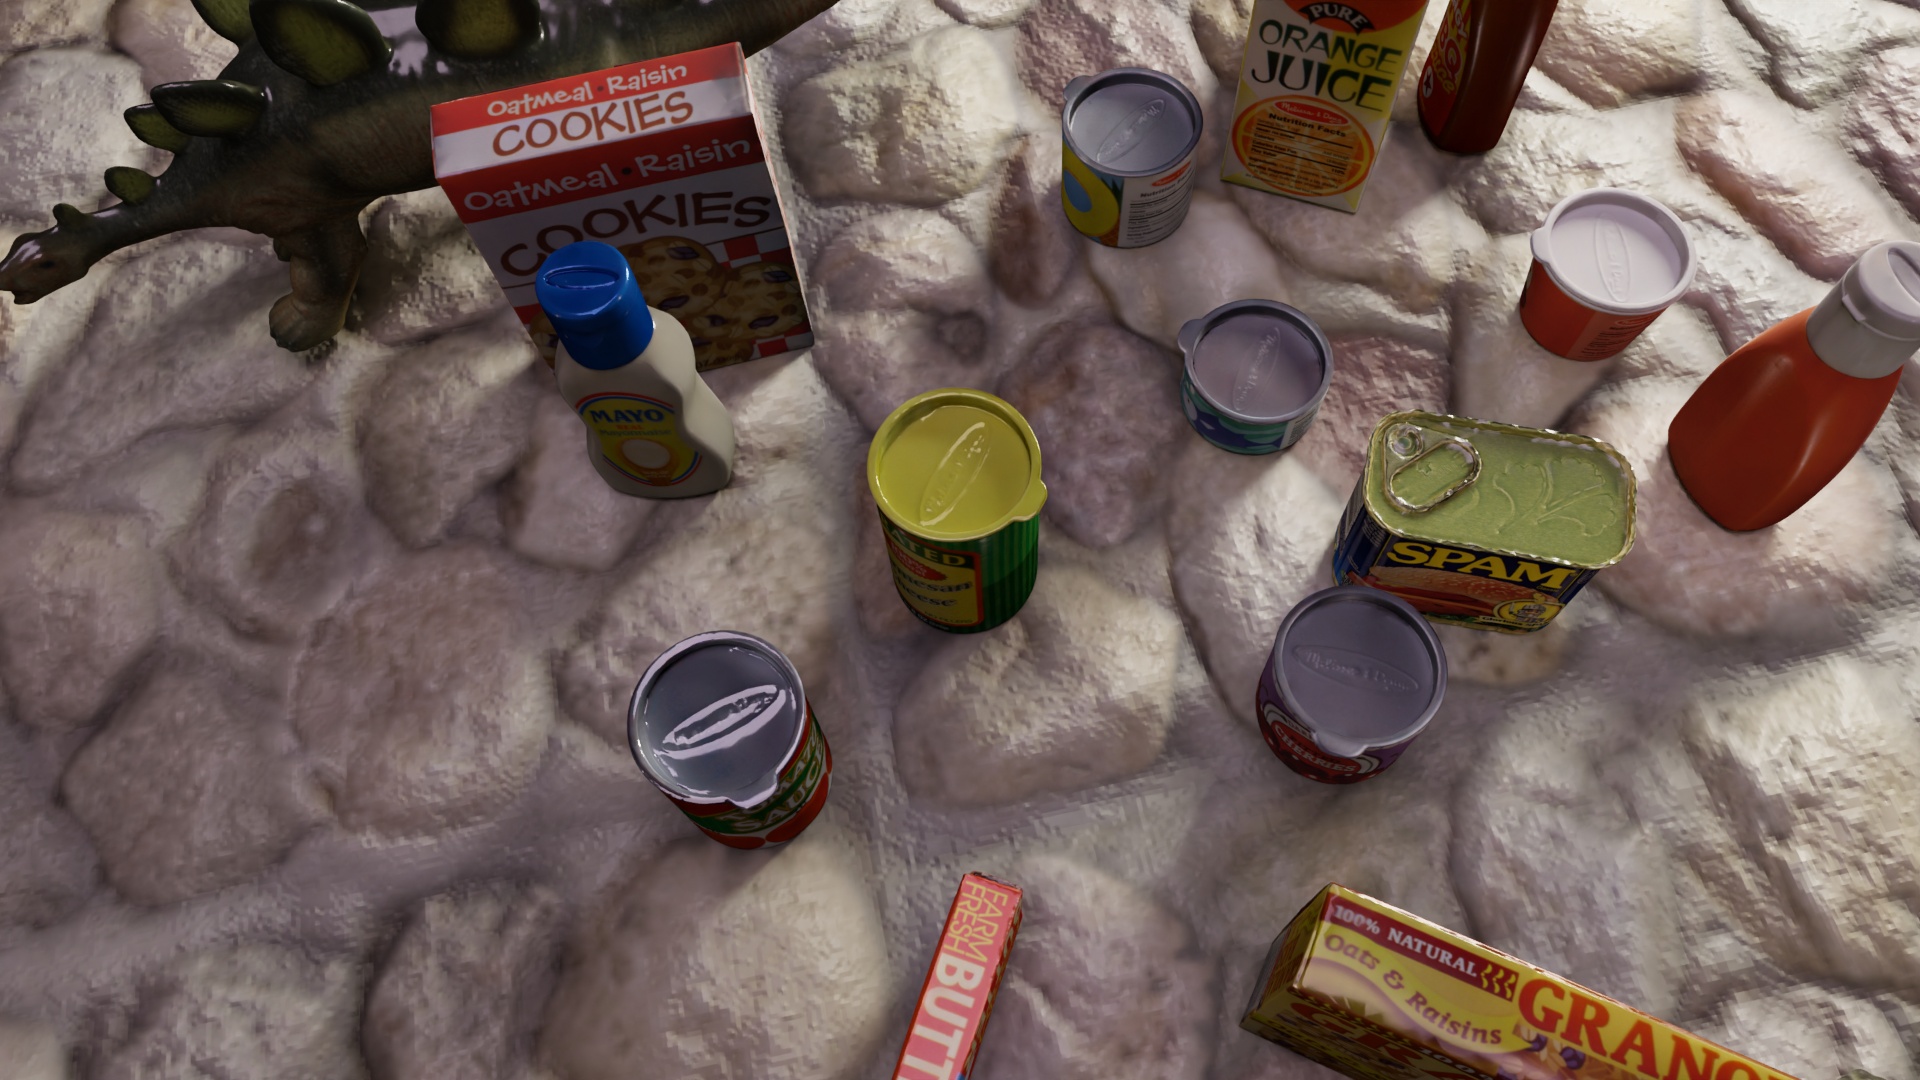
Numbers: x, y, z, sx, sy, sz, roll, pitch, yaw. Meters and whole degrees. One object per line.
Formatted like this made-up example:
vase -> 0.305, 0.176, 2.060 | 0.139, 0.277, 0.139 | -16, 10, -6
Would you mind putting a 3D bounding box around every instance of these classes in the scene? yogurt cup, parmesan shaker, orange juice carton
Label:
yogurt cup -> 0.292, -0.119, 0.638 | 0.072, 0.053, 0.072 | -1, 65, 2
parmesan shaker -> 0.002, -0.007, 0.573 | 0.071, 0.102, 0.071 | -1, 65, 2
orange juice carton -> 0.171, -0.241, 0.624 | 0.073, 0.192, 0.072 | 17, 67, 11

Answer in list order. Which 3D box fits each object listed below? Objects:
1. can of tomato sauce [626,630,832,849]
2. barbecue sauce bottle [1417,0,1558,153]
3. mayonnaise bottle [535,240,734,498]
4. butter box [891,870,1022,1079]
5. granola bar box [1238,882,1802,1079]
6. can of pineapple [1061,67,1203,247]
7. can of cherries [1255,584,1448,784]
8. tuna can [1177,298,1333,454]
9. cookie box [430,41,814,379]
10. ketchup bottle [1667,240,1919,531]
can of tomato sauce -> -0.086, 0.082, 0.546 | 0.071, 0.082, 0.071 | -1, 65, 2
barbecue sauce bottle -> 0.253, -0.252, 0.650 | 0.044, 0.148, 0.065 | -1, 65, 3
mayonnaise bottle -> -0.138, -0.067, 0.583 | 0.065, 0.147, 0.041 | 0, 65, 3
butter box -> -0.003, 0.178, 0.514 | 0.024, 0.053, 0.104 | 17, 67, 10
granola bar box -> 0.186, 0.175, 0.467 | 0.166, 0.123, 0.039 | 21, 68, 12
can of pineapple -> 0.081, -0.187, 0.678 | 0.071, 0.057, 0.071 | -1, 65, 2
can of cherries -> 0.153, 0.061, 0.558 | 0.071, 0.058, 0.072 | -1, 65, 2
tuna can -> 0.132, -0.075, 0.637 | 0.071, 0.032, 0.071 | -1, 65, 2
cookie box -> -0.137, -0.132, 0.602 | 0.123, 0.166, 0.040 | -13, 65, -3
ketchup bottle -> 0.338, -0.061, 0.556 | 0.043, 0.148, 0.065 | -17, 66, -5
